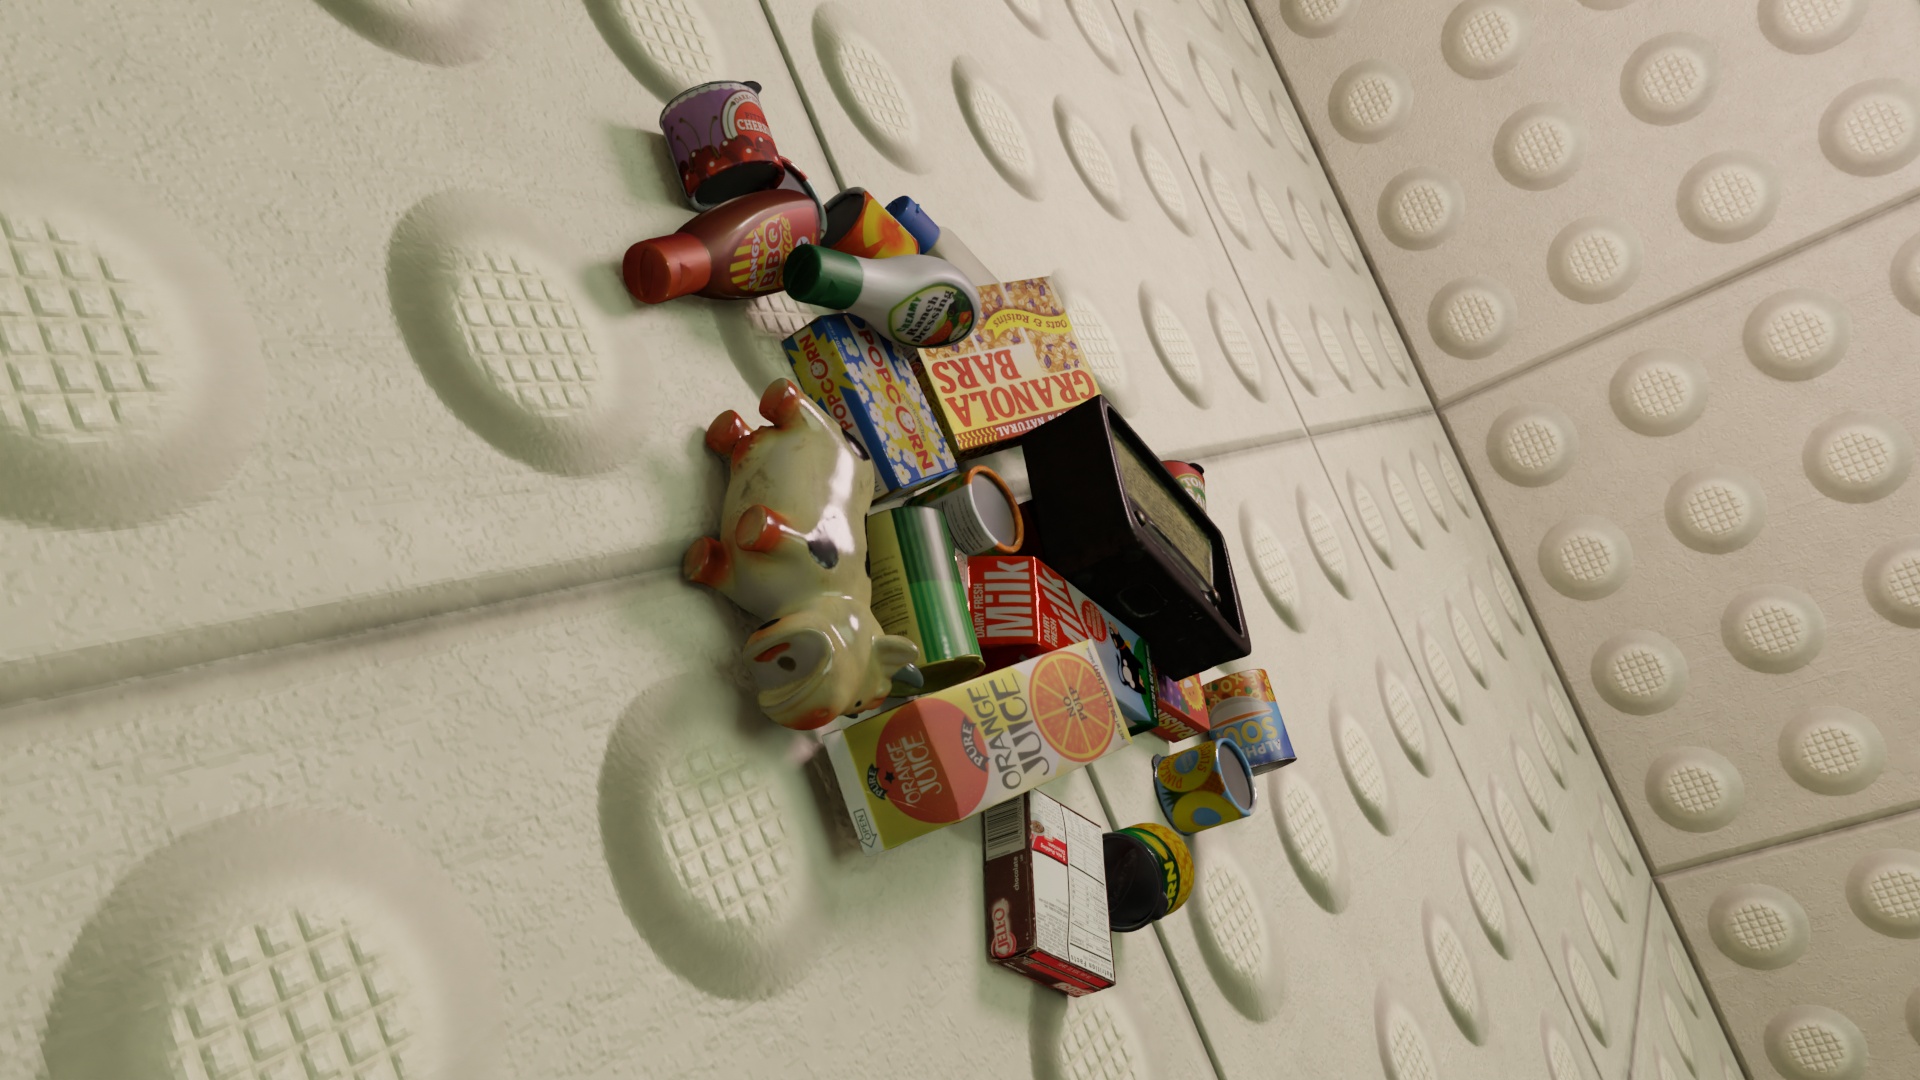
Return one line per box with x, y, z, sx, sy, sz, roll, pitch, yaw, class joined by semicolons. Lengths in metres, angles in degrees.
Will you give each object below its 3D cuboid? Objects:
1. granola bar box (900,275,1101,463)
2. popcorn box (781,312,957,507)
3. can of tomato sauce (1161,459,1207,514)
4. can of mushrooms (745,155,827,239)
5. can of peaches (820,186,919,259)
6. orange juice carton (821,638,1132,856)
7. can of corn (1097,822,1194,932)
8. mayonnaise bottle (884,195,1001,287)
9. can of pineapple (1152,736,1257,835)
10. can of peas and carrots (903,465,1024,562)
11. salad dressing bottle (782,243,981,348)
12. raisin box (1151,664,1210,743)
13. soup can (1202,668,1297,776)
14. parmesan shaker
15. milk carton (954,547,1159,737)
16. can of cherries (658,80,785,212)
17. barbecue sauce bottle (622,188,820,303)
0.025;-0.131;1.058;0.166;0.039;0.124;-17;81;-41;granola bar box
-0.059;-0.091;0.941;0.085;0.038;0.126;-24;88;-61;popcorn box
0.195;-0.022;1.273;0.071;0.071;0.083;43;35;-34;can of tomato sauce
-0.125;-0.227;0.947;0.071;0.033;0.071;39;37;-39;can of mushrooms
-0.073;-0.206;0.983;0.058;0.071;0.071;40;36;-37;can of peaches
0.005;0.120;0.812;0.193;0.072;0.072;-14;79;-43;orange juice carton
0.121;0.230;0.949;0.058;0.071;0.071;5;63;-58;can of corn
-0.008;-0.217;1.126;0.148;0.041;0.065;41;34;-33;mayonnaise bottle
0.196;0.195;1.112;0.071;0.057;0.071;39;37;-38;can of pineapple
0.003;-0.012;0.960;0.071;0.058;0.071;39;38;-39;can of peas and carrots
-0.050;-0.163;0.914;0.148;0.064;0.044;4;43;-48;salad dressing bottle
0.160;0.096;1.153;0.086;0.040;0.124;34;40;-44;raisin box
0.249;0.162;1.217;0.071;0.071;0.084;13;56;-55;soup can
-0.027;0.036;0.857;0.071;0.071;0.103;16;54;-54;parmesan shaker
0.055;0.075;0.960;0.190;0.073;0.073;36;40;-41;milk carton
-0.150;-0.251;0.886;0.071;0.071;0.058;-3;70;-60;can of cherries
-0.144;-0.176;0.852;0.149;0.044;0.064;-34;139;-55;barbecue sauce bottle
